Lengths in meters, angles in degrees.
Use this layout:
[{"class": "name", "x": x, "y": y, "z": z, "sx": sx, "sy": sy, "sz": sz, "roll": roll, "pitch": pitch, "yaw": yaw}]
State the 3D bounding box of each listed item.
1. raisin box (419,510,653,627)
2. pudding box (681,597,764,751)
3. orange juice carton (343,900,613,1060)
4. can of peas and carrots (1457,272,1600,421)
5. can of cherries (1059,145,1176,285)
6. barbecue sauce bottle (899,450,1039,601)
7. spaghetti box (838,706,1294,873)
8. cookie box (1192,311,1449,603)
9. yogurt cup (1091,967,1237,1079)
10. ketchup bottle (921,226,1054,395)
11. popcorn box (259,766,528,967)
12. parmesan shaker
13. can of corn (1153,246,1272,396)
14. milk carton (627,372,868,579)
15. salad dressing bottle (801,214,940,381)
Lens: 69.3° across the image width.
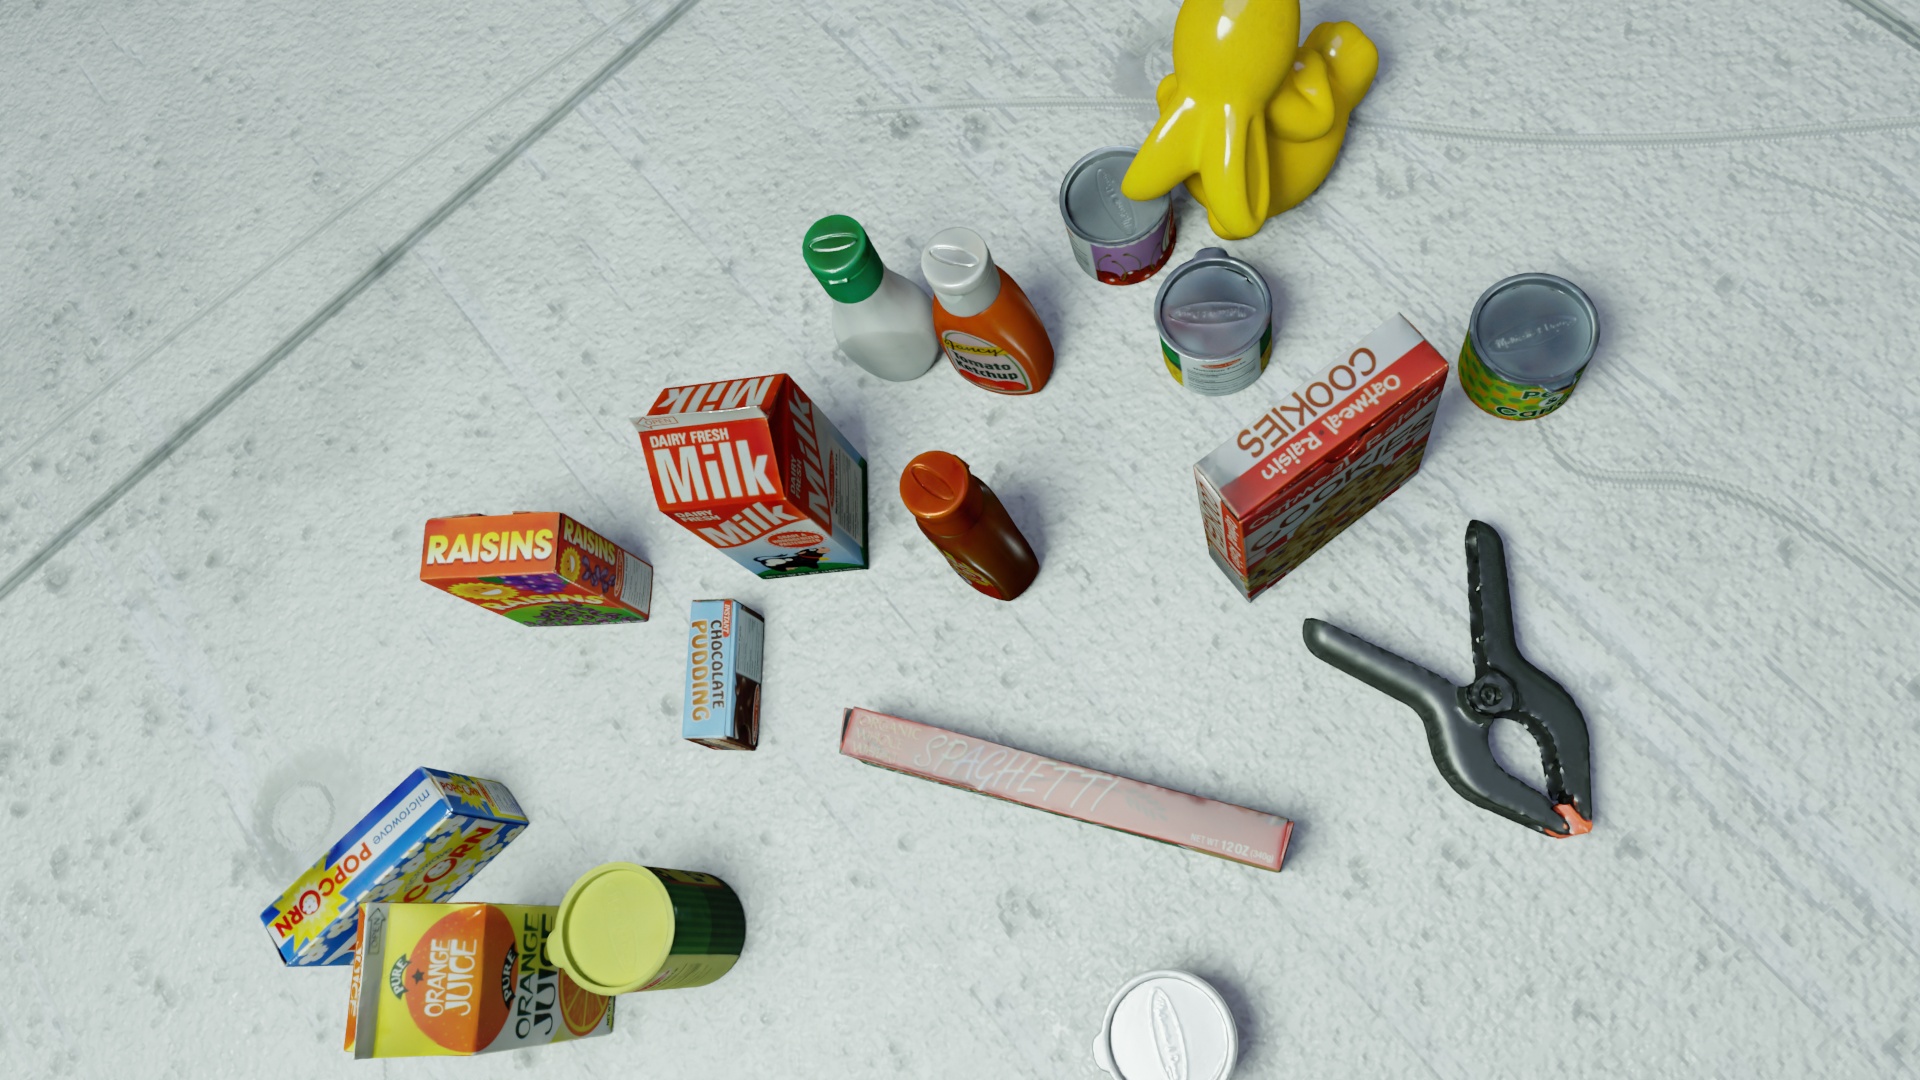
[{"class": "raisin box", "x": -0.247, "y": 0.018, "z": 0.824, "sx": 0.086, "sy": 0.123, "sz": 0.040, "roll": -2, "pitch": 74, "yaw": 12}, {"class": "pudding box", "x": -0.139, "y": 0.080, "z": 0.821, "sx": 0.030, "sy": 0.049, "sz": 0.084, "roll": -3, "pitch": 73, "yaw": 12}, {"class": "orange juice carton", "x": -0.255, "y": 0.227, "z": 0.727, "sx": 0.073, "sy": 0.192, "sz": 0.072, "roll": -3, "pitch": 74, "yaw": 12}, {"class": "can of peas and carrots", "x": 0.314, "y": -0.104, "z": 0.768, "sx": 0.071, "sy": 0.058, "sz": 0.071, "roll": -3, "pitch": 73, "yaw": 12}, {"class": "can of cherries", "x": 0.099, "y": -0.197, "z": 0.844, "sx": 0.071, "sy": 0.058, "sz": 0.071, "roll": -3, "pitch": 73, "yaw": 12}, {"class": "barbecue sauce bottle", "x": 0.003, "y": -0.010, "z": 0.762, "sx": 0.065, "sy": 0.148, "sz": 0.044, "roll": 39, "pitch": 86, "yaw": 20}, {"class": "spaghetti box", "x": 0.054, "y": 0.135, "z": 0.760, "sx": 0.250, "sy": 0.050, "sz": 0.029, "roll": 12, "pitch": 77, "yaw": 16}, {"class": "cookie box", "x": 0.185, "y": -0.035, "z": 0.719, "sx": 0.123, "sy": 0.167, "sz": 0.040, "roll": -37, "pitch": 70, "yaw": 0}, {"class": "yogurt cup", "x": 0.108, "y": 0.254, "z": 0.711, "sx": 0.072, "sy": 0.054, "sz": 0.072, "roll": -3, "pitch": 73, "yaw": 12}, {"class": "ketchup bottle", "x": 0.012, "y": -0.130, "z": 0.796, "sx": 0.065, "sy": 0.148, "sz": 0.043, "roll": 16, "pitch": 79, "yaw": 17}, {"class": "popcorn box", "x": -0.327, "y": 0.191, "z": 0.811, "sx": 0.127, "sy": 0.085, "sz": 0.038, "roll": -43, "pitch": 70, "yaw": -2}, {"class": "parmesan shaker", "x": -0.169, "y": 0.213, "z": 0.760, "sx": 0.071, "sy": 0.103, "sz": 0.071, "roll": -3, "pitch": 74, "yaw": 12}, {"class": "can of corn", "x": 0.149, "y": -0.127, "z": 0.812, "sx": 0.071, "sy": 0.058, "sz": 0.071, "roll": -3, "pitch": 73, "yaw": 12}, {"class": "milk carton", "x": -0.112, "y": -0.038, "z": 0.774, "sx": 0.072, "sy": 0.190, "sz": 0.073, "roll": -5, "pitch": 73, "yaw": 11}, {"class": "salad dressing bottle", "x": -0.052, "y": -0.140, "z": 0.814, "sx": 0.064, "sy": 0.147, "sz": 0.044, "roll": -5, "pitch": 73, "yaw": 11}]
